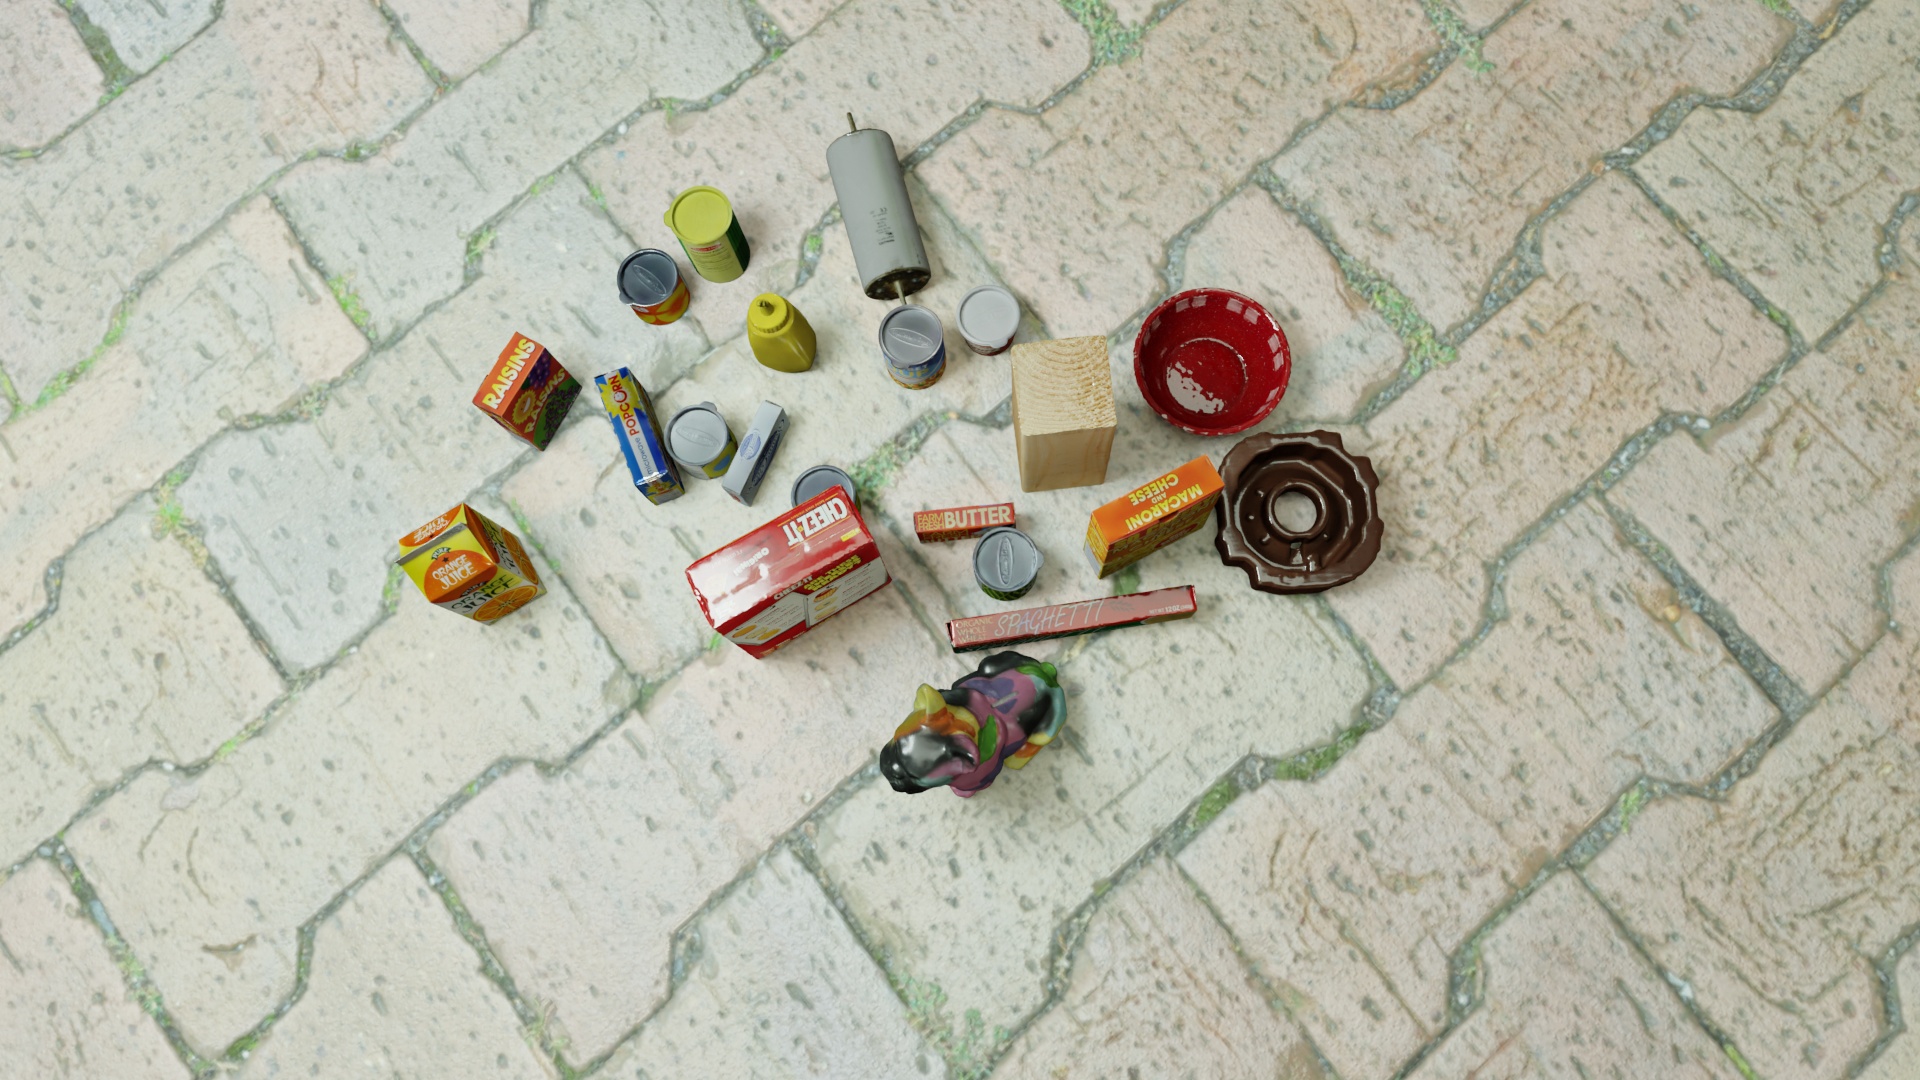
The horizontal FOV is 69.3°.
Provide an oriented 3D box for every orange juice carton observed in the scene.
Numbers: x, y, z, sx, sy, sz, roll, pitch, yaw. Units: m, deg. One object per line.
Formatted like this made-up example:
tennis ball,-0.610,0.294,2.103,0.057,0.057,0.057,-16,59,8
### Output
orange juice carton,-0.481,0.022,1.356,0.072,0.192,0.073,-30,78,-4

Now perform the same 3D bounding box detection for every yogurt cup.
yogurt cup,0.030,-0.229,1.466,0.072,0.054,0.072,0,77,2

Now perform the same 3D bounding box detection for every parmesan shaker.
parmesan shaker,-0.268,-0.323,1.474,0.071,0.103,0.071,0,77,2

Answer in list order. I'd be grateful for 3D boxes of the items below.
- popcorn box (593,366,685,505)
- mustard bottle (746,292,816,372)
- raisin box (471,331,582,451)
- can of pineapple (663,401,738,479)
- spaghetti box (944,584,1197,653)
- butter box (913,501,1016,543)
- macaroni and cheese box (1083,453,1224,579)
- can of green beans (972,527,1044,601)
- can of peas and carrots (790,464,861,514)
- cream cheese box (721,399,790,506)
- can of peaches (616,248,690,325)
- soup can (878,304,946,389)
popcorn box,-0.331,-0.107,1.436,0.038,0.085,0.127,-23,77,-3
mustard bottle,-0.187,-0.217,1.417,0.065,0.160,0.049,5,78,3
raisin box,-0.444,-0.152,1.431,0.040,0.123,0.086,28,80,8
can of pineapple,-0.268,-0.103,1.446,0.071,0.057,0.071,0,77,2
spaghetti box,0.111,0.079,1.394,0.250,0.050,0.029,-9,77,0
butter box,0.005,-0.018,1.419,0.103,0.053,0.024,-6,77,1
macaroni and cheese box,0.186,-0.020,1.354,0.124,0.166,0.040,-27,78,-4
can of green beans,0.046,0.025,1.405,0.071,0.057,0.071,0,77,2
can of peas and carrots,-0.136,-0.037,1.425,0.071,0.058,0.071,0,77,2
cream cheese box,-0.212,-0.090,1.444,0.024,0.053,0.104,23,79,7
can of peaches,-0.330,-0.269,1.487,0.071,0.058,0.071,0,77,2
soup can,-0.050,-0.198,1.447,0.071,0.083,0.071,0,77,2
